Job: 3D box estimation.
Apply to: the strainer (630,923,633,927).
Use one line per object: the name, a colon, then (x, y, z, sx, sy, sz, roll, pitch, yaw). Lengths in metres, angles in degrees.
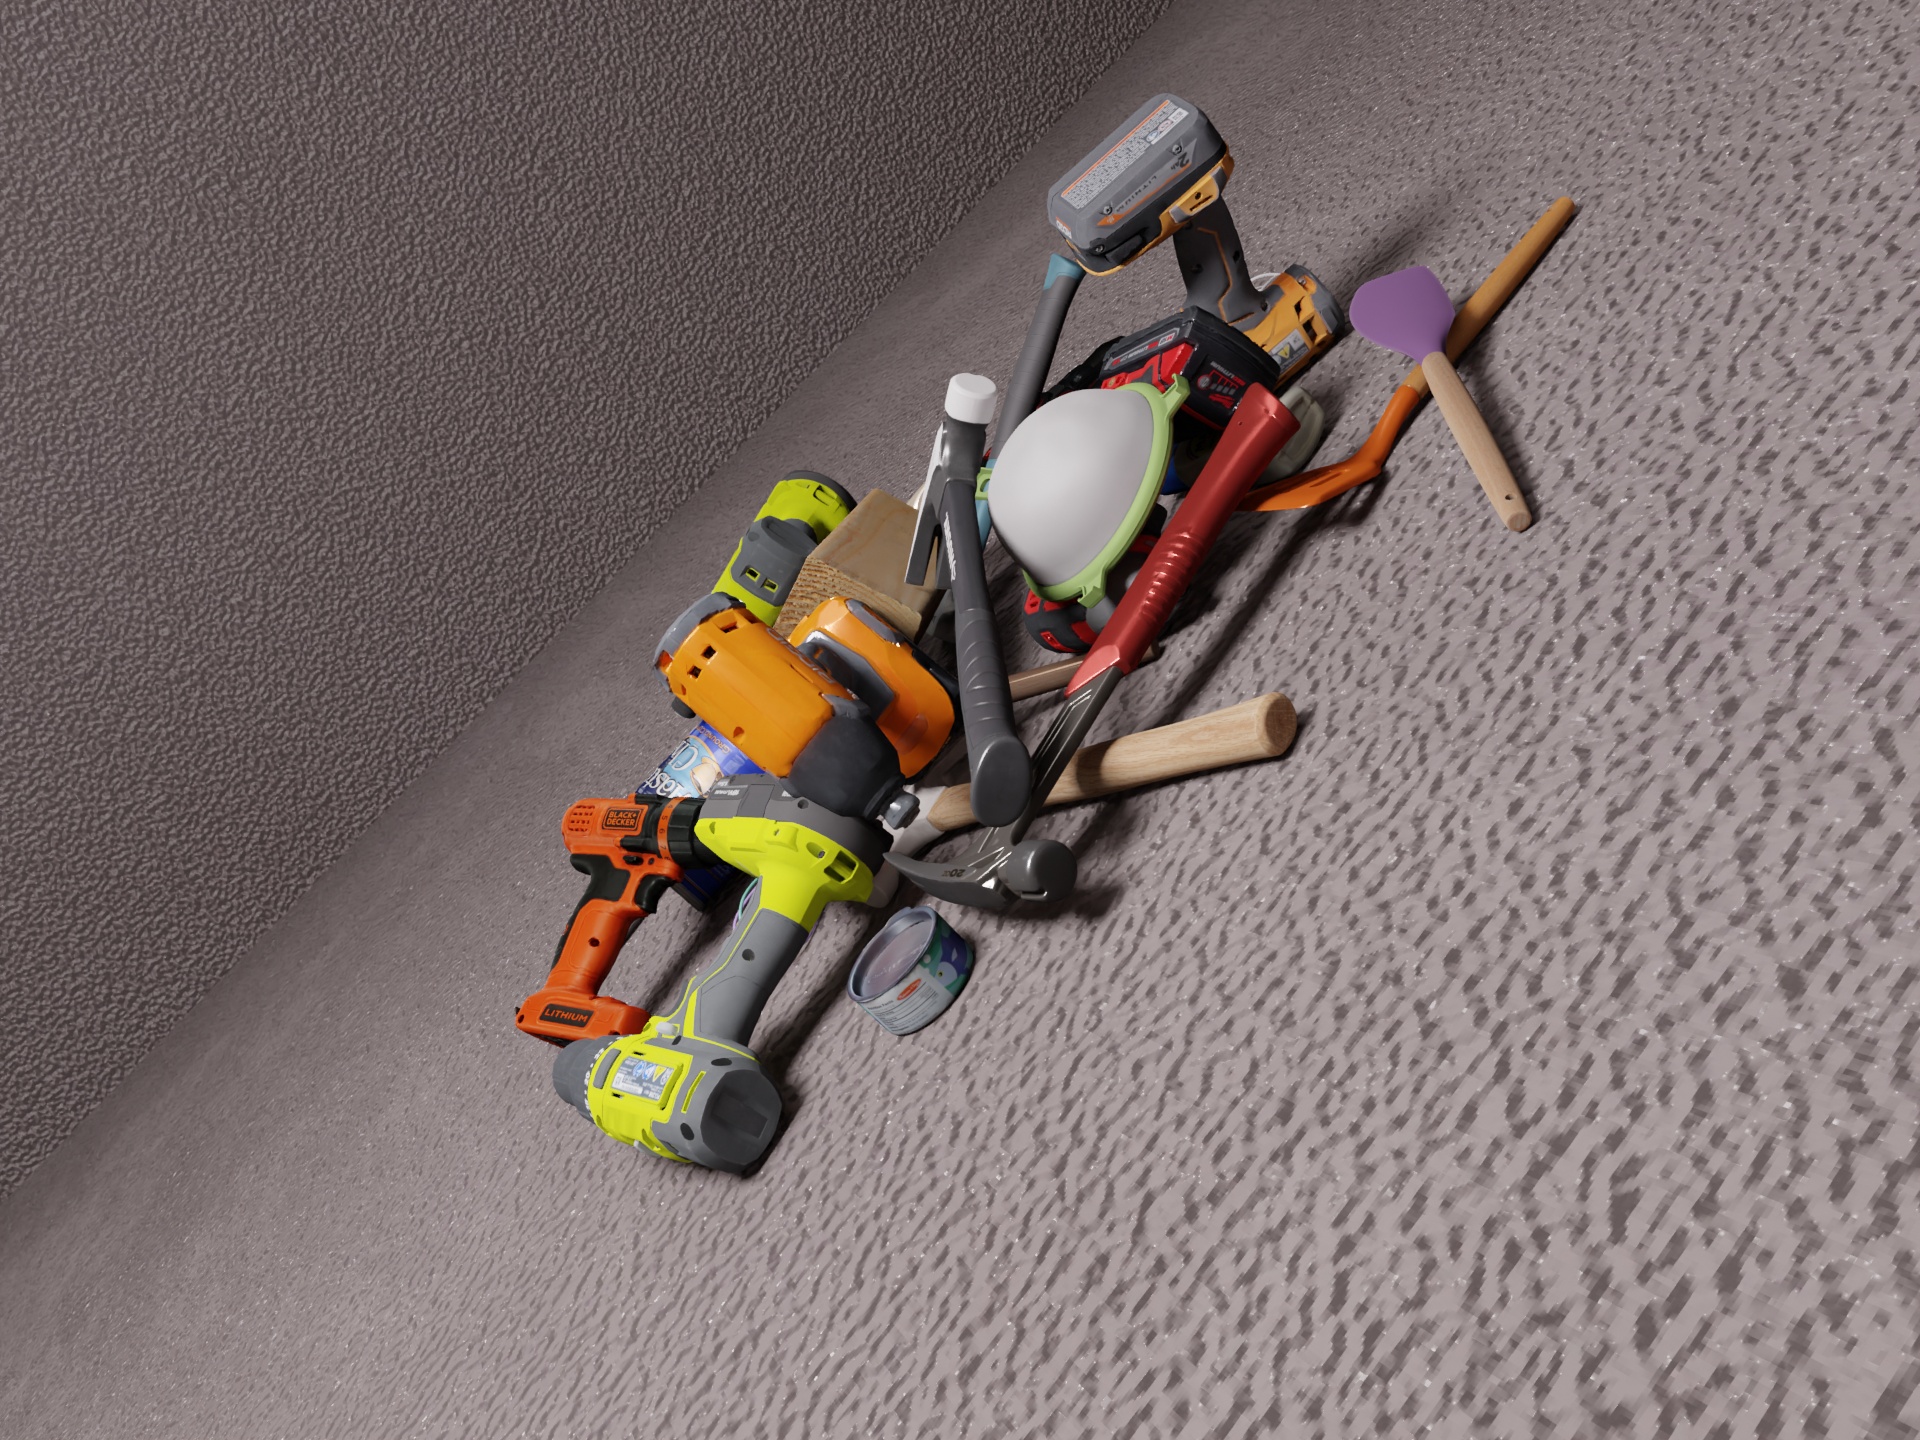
strainer: (-0.248, 0.109, 1.358, 0.087, 0.050, 0.258, 11, 60, 38)

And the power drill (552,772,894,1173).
power drill: (-0.150, 0.149, 0.957, 0.191, 0.080, 0.229, -2, 56, 49)

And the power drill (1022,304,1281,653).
power drill: (0.124, -0.150, 1.039, 0.143, 0.078, 0.220, -7, 59, 61)

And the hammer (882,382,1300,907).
hammer: (0.090, -0.049, 0.903, 0.149, 0.036, 0.359, -4, 49, 58)

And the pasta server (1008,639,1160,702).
pasta server: (-0.002, -0.003, 1.073, 0.316, 0.040, 0.060, -16, 23, 34)

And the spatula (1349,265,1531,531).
spatula: (0.275, -0.193, 0.909, 0.060, 0.018, 0.316, -17, 35, 12)

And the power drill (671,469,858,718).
power drill: (-0.158, -0.103, 1.262, 0.171, 0.080, 0.223, -54, 7, 24)

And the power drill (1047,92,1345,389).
power drill: (0.152, -0.298, 1.129, 0.185, 0.226, 0.084, -40, 39, 8)

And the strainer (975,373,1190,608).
strainer: (0.040, -0.164, 1.047, 0.256, 0.069, 0.151, 21, 88, 63)

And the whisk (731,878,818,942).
whisk: (-0.102, 0.082, 1.123, 0.047, 0.051, 0.245, -36, 17, 38)

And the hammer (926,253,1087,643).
hammer: (0.037, -0.221, 1.286, 0.331, 0.033, 0.128, -71, 19, -2)

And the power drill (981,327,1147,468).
power drill: (0.121, -0.267, 1.352, 0.188, 0.080, 0.227, -48, 17, -11)

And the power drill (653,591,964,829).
power drill: (-0.067, -0.004, 0.933, 0.084, 0.164, 0.226, -52, -9, 12)

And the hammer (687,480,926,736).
hammer: (-0.120, -0.103, 1.439, 0.410, 0.038, 0.146, -40, 16, 44)

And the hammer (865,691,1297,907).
hammer: (0.060, 0.032, 0.917, 0.331, 0.031, 0.130, -19, 32, 50)

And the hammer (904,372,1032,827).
hammer: (0.006, -0.061, 0.928, 0.335, 0.035, 0.146, -97, 18, -50)

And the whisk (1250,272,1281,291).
whisk: (0.185, -0.252, 1.234, 0.246, 0.059, 0.057, -51, -18, -7)

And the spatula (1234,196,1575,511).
spatula: (0.286, -0.225, 0.980, 0.323, 0.041, 0.081, -49, 26, -17)
